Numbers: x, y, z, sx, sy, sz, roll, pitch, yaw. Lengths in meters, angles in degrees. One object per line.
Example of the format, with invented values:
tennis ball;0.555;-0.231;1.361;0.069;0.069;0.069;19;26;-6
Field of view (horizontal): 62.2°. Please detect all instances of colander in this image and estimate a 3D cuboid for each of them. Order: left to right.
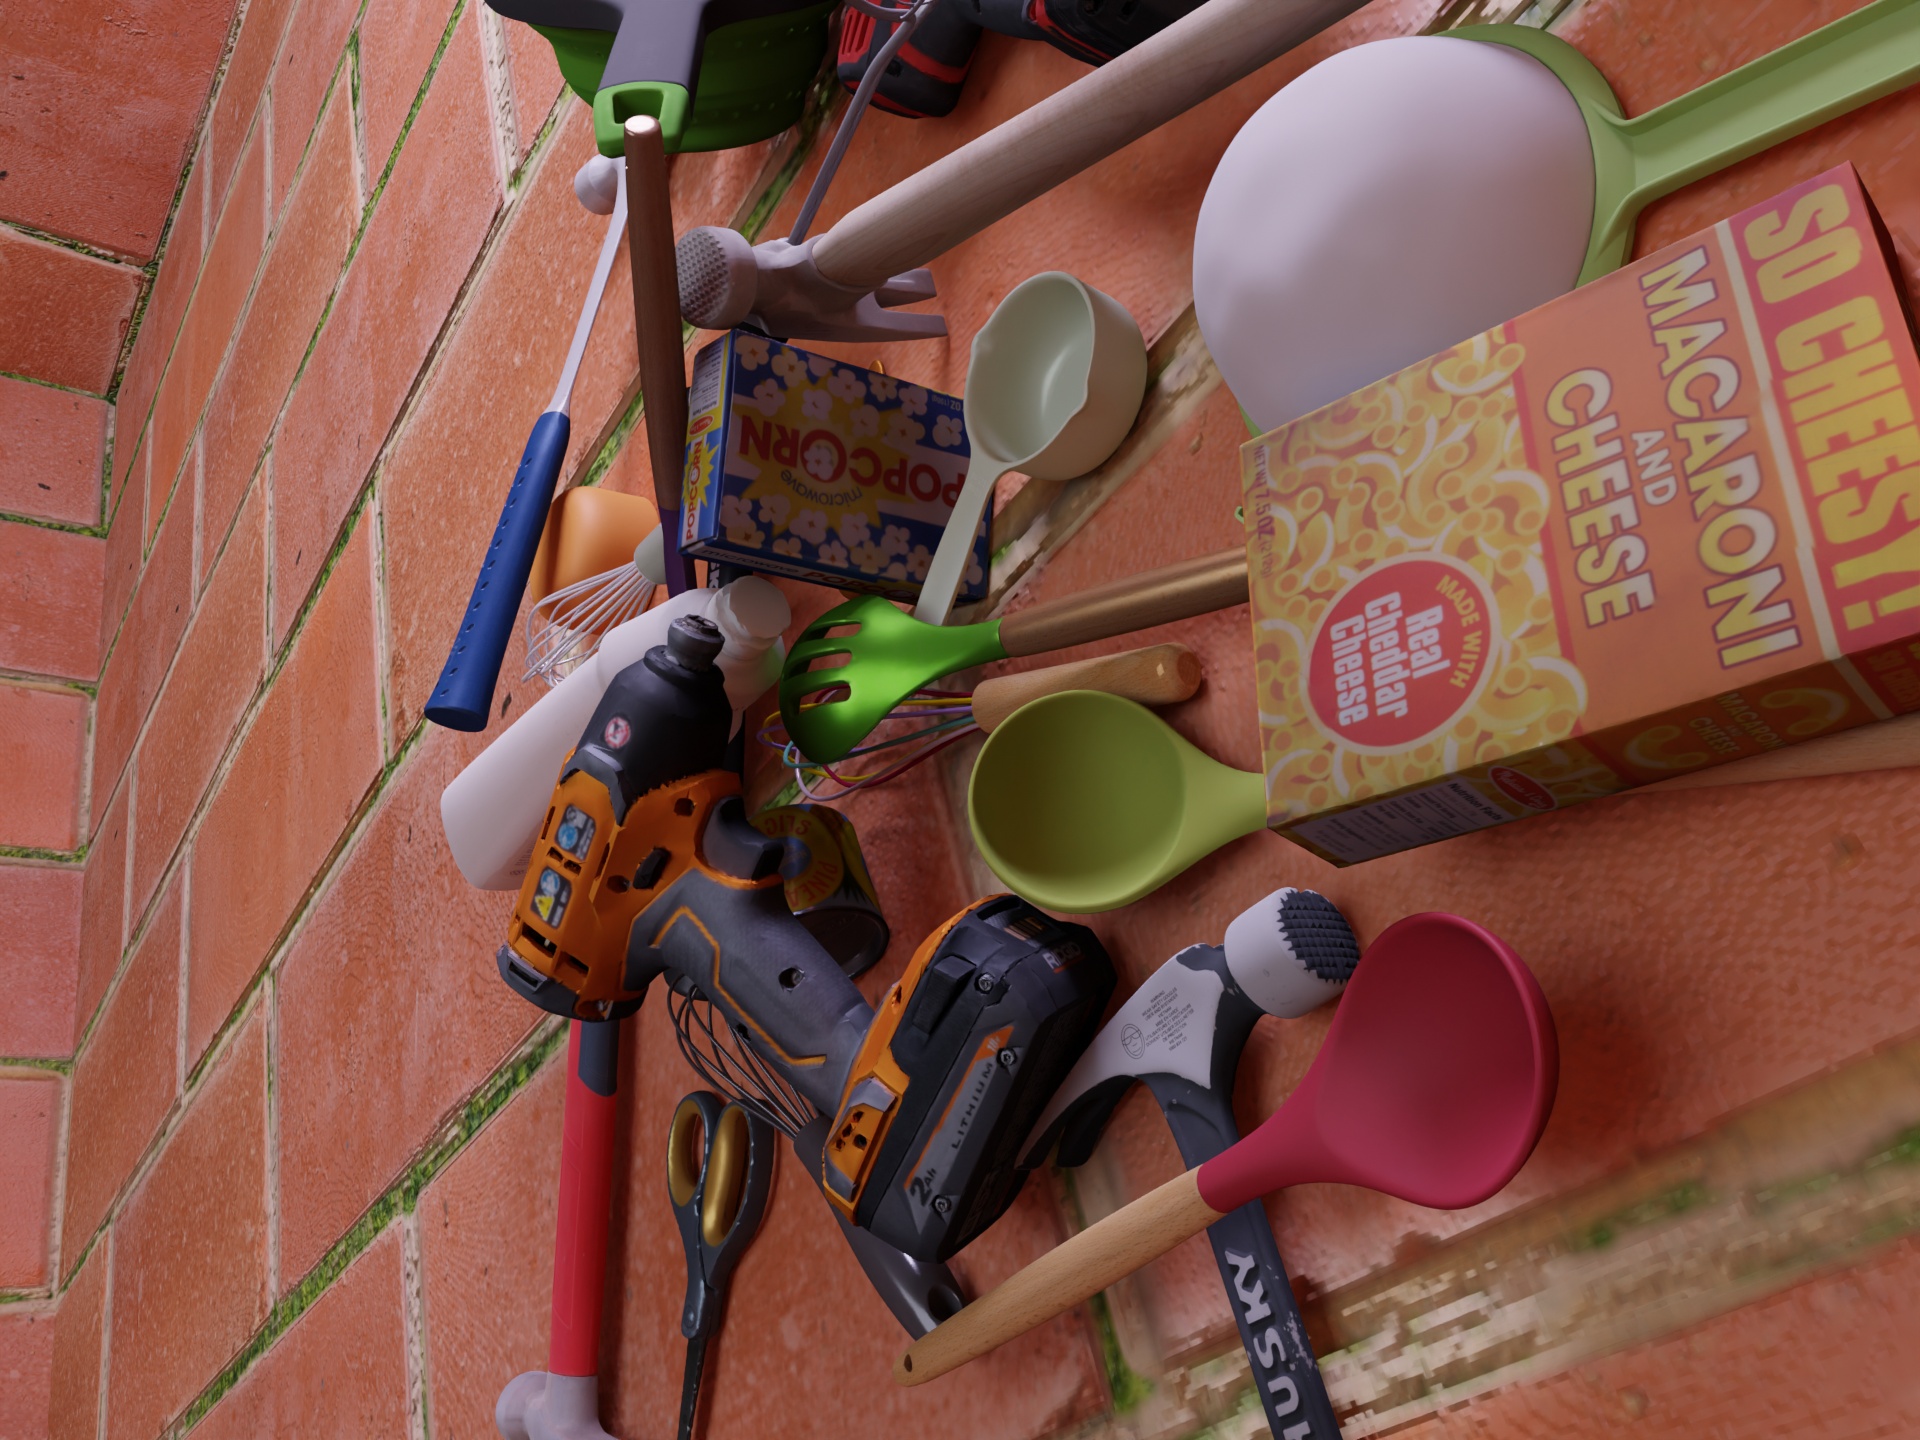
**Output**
colander;-0.134;-0.308;0.765;0.398;0.204;0.094;-97;3;-52

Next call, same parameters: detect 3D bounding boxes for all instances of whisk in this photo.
whisk;-0.159;-0.077;0.807;0.246;0.058;0.059;-34;90;41
whisk;-0.062;0.176;0.669;0.239;0.055;0.055;42;115;46
whisk;0.001;-0.001;0.638;0.245;0.051;0.047;-11;108;48

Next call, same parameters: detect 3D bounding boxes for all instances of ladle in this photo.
ladle;0.059;0.148;0.466;0.315;0.031;0.069;-48;44;42
ladle;0.122;0.014;0.450;0.320;0.062;0.078;-10;65;50

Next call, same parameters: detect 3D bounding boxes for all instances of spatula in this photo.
spatula;-0.122;-0.113;0.667;0.315;0.018;0.060;99;157;-55

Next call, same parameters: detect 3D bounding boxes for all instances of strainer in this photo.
strainer;0.149;-0.153;0.440;0.256;0.069;0.151;-14;71;53

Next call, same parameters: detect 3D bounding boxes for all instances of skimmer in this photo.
skimmer;-0.073;-0.248;0.644;0.127;0.090;0.363;-51;1;-37

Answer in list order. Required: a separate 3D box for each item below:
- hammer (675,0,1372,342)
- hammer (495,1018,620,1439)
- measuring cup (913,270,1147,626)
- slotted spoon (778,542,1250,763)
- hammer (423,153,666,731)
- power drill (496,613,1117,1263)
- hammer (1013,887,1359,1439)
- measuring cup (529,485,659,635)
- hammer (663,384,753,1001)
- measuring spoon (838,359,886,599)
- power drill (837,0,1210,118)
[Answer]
hammer;0.081;-0.222;0.540;0.410;0.146;0.038;-18;87;40
hammer;-0.189;0.188;0.844;0.143;0.038;0.386;-16;69;50
measuring cup;0.022;-0.090;0.625;0.083;0.038;0.167;43;116;49
slotted spoon;0.038;-0.037;0.559;0.314;0.031;0.070;-13;63;40
hammer;-0.234;-0.188;0.936;0.144;0.035;0.406;-13;58;51
power drill;-0.062;0.072;0.585;0.227;0.084;0.164;29;107;23
hammer;0.109;0.257;0.422;0.149;0.036;0.409;-45;48;40
measuring cup;-0.224;-0.054;0.939;0.095;0.052;0.174;-9;73;53
hammer;-0.117;-0.028;0.803;0.146;0.035;0.335;-12;72;53
measuring spoon;-0.047;-0.114;0.748;0.021;0.011;0.117;-4;78;53
power drill;0.034;-0.347;0.645;0.227;0.080;0.188;29;105;56
